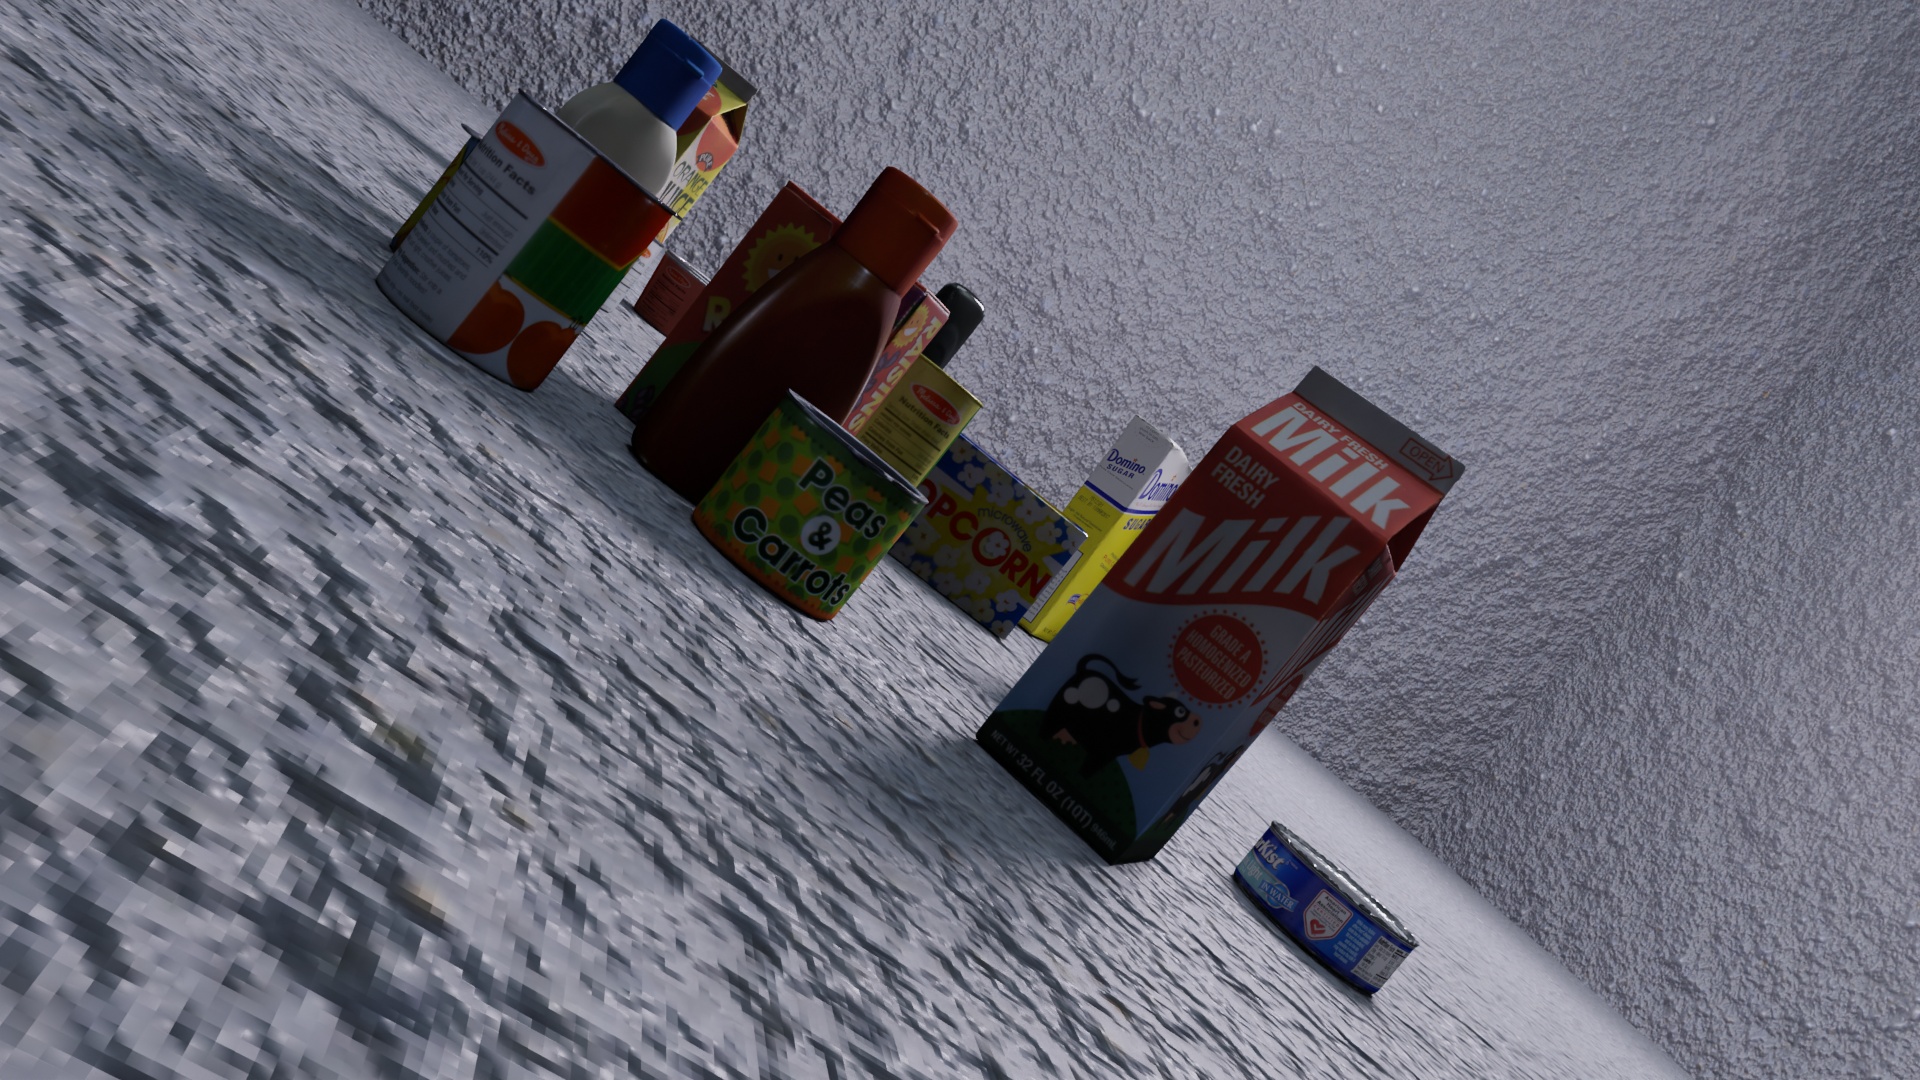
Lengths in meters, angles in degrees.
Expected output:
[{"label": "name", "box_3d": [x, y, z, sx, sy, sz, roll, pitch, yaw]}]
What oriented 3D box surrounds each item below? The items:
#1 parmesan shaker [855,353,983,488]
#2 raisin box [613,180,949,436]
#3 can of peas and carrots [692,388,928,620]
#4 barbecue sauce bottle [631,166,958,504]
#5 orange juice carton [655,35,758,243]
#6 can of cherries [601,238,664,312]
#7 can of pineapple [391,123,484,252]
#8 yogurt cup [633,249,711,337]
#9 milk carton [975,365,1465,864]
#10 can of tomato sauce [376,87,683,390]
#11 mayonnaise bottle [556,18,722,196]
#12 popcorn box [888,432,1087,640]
[{"label": "parmesan shaker", "box_3d": [-0.048, -0.052, 0.717, 0.071, 0.103, 0.071, 39, 3, -3]}, {"label": "raisin box", "box_3d": [-0.077, -0.079, 0.600, 0.086, 0.123, 0.040, 40, 3, 18]}, {"label": "can of peas and carrots", "box_3d": [-0.054, -0.012, 0.508, 0.071, 0.058, 0.071, 39, 3, -3]}, {"label": "barbecue sauce bottle", "box_3d": [-0.060, -0.077, 0.543, 0.065, 0.148, 0.044, 37, 4, -35]}, {"label": "orange juice carton", "box_3d": [-0.240, -0.293, 1.071, 0.072, 0.192, 0.073, 39, 3, 7]}, {"label": "can of cherries", "box_3d": [-0.239, -0.193, 0.910, 0.071, 0.058, 0.071, 39, 3, -3]}, {"label": "can of pineapple", "box_3d": [-0.190, -0.125, 0.570, 0.071, 0.058, 0.071, 39, 3, -3]}, {"label": "yogurt cup", "box_3d": [-0.215, -0.184, 1.074, 0.072, 0.054, 0.072, 39, 3, -3]}, {"label": "milk carton", "box_3d": [0.100, 0.026, 0.523, 0.072, 0.190, 0.073, 40, 3, 22]}, {"label": "can of tomato sauce", "box_3d": [-0.151, -0.104, 0.491, 0.071, 0.083, 0.071, 39, 3, -3]}, {"label": "mayonnaise bottle", "box_3d": [-0.171, -0.174, 0.651, 0.064, 0.148, 0.041, 36, 4, -43]}, {"label": "popcorn box", "box_3d": [0.003, -0.011, 0.854, 0.126, 0.085, 0.038, 38, 3, -12]}]
